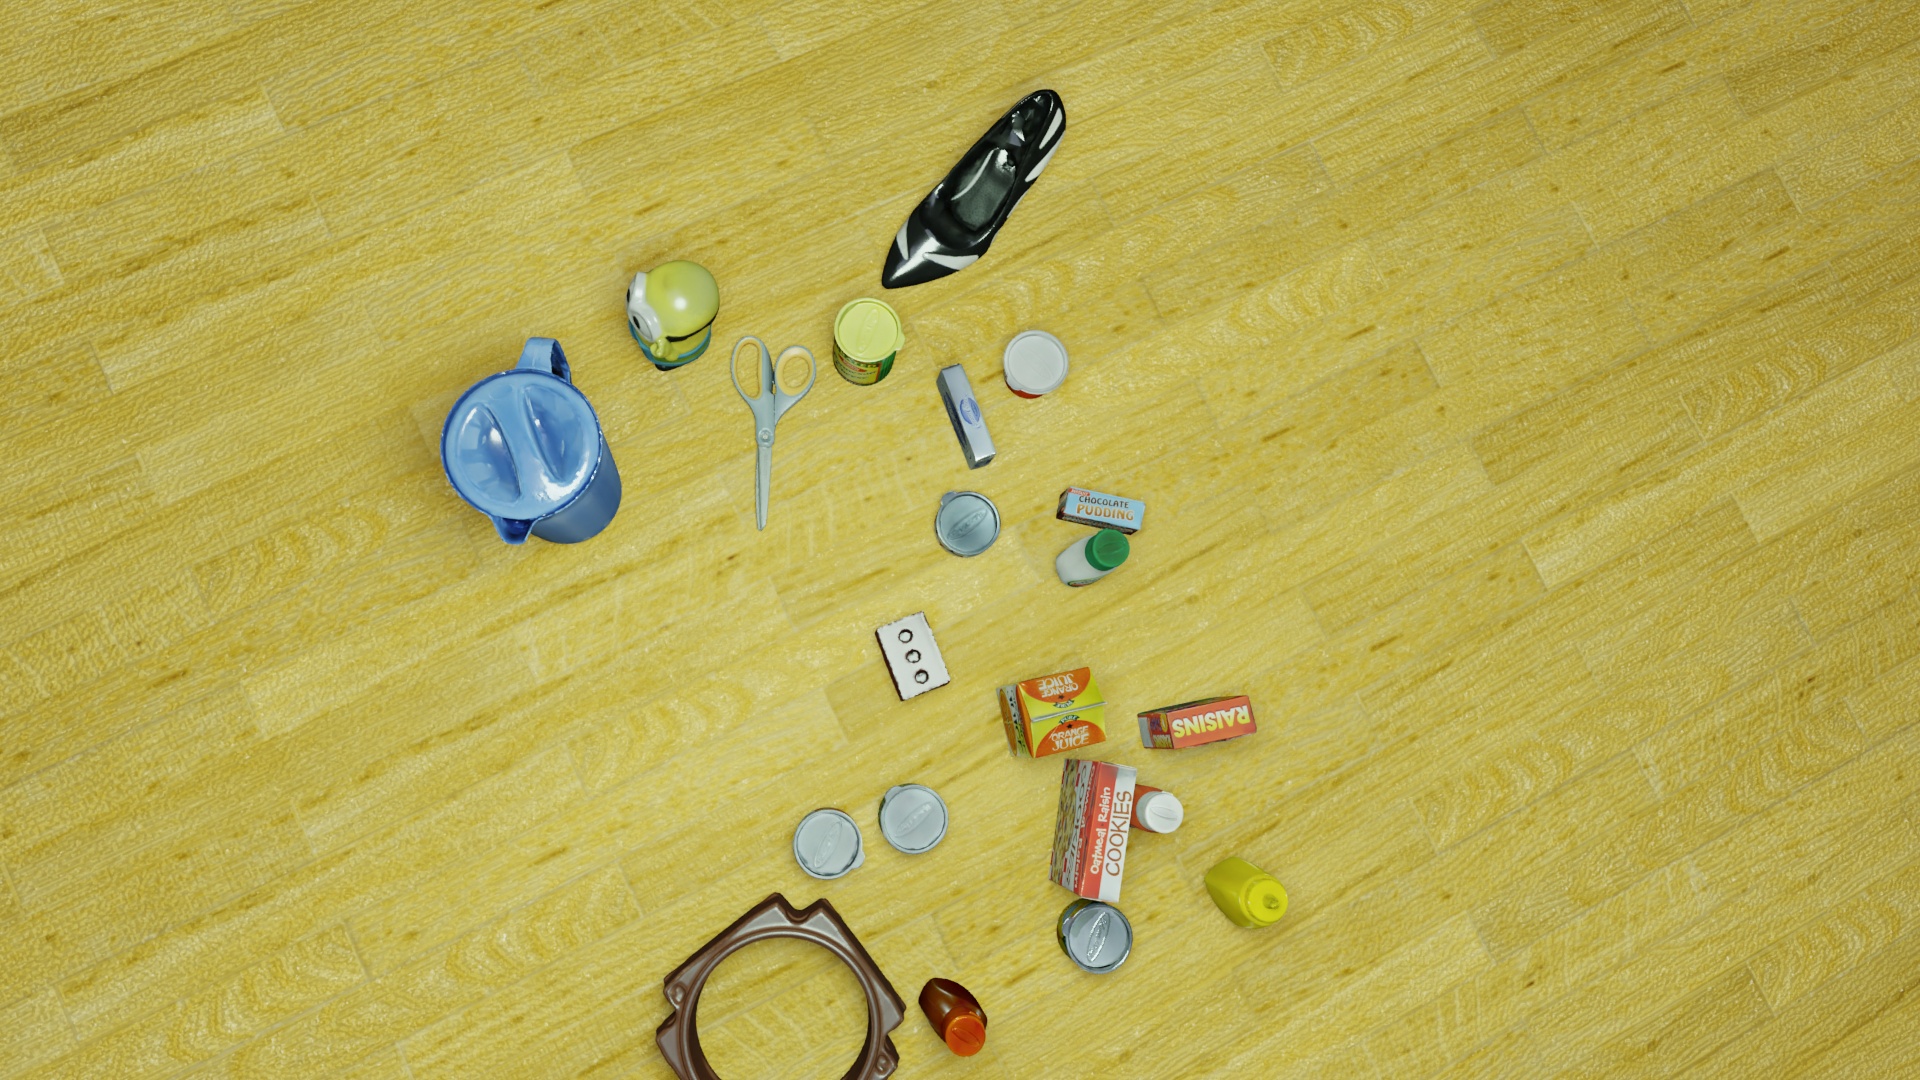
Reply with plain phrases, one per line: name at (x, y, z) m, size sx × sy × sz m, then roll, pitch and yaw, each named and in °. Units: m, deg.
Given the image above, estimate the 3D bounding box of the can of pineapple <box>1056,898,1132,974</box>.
can of pineapple at (0.130, 0.387, 1.369) m, size 0.071 × 0.057 × 0.071 m, roll 1°, pitch 82°, yaw -6°

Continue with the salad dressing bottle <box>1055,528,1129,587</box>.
salad dressing bottle at (0.133, 0.017, 1.380) m, size 0.064 × 0.147 × 0.044 m, roll -16°, pitch 84°, yaw -8°

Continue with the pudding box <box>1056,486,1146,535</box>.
pudding box at (0.145, -0.031, 1.439) m, size 0.084 × 0.049 × 0.030 m, roll 12°, pitch 81°, yaw -5°

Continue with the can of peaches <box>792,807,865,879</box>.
can of peaches at (-0.128, 0.295, 1.353) m, size 0.071 × 0.058 × 0.071 m, roll 1°, pitch 82°, yaw -6°

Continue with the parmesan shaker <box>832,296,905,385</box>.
parmesan shaker at (-0.094, -0.198, 1.409) m, size 0.071 × 0.103 × 0.071 m, roll 1°, pitch 82°, yaw -6°

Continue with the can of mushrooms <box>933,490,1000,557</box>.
can of mushrooms at (0.005, -0.018, 1.429) m, size 0.071 × 0.033 × 0.071 m, roll 1°, pitch 81°, yaw -6°

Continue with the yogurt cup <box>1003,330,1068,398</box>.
yogurt cup at (0.075, -0.180, 1.451) m, size 0.072 × 0.054 × 0.072 m, roll 1°, pitch 82°, yaw -6°

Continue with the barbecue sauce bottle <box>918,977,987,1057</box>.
barbecue sauce bottle at (-0.003, 0.447, 1.298) m, size 0.065 × 0.148 × 0.044 m, roll 32°, pitch 80°, yaw -1°

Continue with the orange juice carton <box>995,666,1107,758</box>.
orange juice carton at (0.088, 0.165, 1.329) m, size 0.072 × 0.192 × 0.073 m, roll -12°, pitch 83°, yaw -8°

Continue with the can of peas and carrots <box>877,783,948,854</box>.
can of peas and carrots at (-0.049, 0.271, 1.366) m, size 0.071 × 0.058 × 0.071 m, roll 1°, pitch 82°, yaw -6°

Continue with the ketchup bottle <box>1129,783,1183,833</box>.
ketchup bottle at (0.179, 0.260, 1.348) m, size 0.065 × 0.148 × 0.043 m, roll 18°, pitch 80°, yaw -4°

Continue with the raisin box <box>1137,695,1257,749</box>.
raisin box at (0.232, 0.182, 1.379) m, size 0.086 × 0.123 × 0.040 m, roll -10°, pitch 83°, yaw -8°

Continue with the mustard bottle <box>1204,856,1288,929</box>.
mustard bottle at (0.283, 0.344, 1.341) m, size 0.049 × 0.160 × 0.065 m, roll -34°, pitch 87°, yaw -10°

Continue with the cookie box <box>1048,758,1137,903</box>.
cookie box at (0.123, 0.273, 1.330) m, size 0.040 × 0.167 × 0.123 m, roll 10°, pitch 81°, yaw -5°

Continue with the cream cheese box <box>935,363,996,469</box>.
cream cheese box at (0.006, -0.127, 1.435) m, size 0.024 × 0.053 × 0.104 m, roll -20°, pitch 84°, yaw -9°
